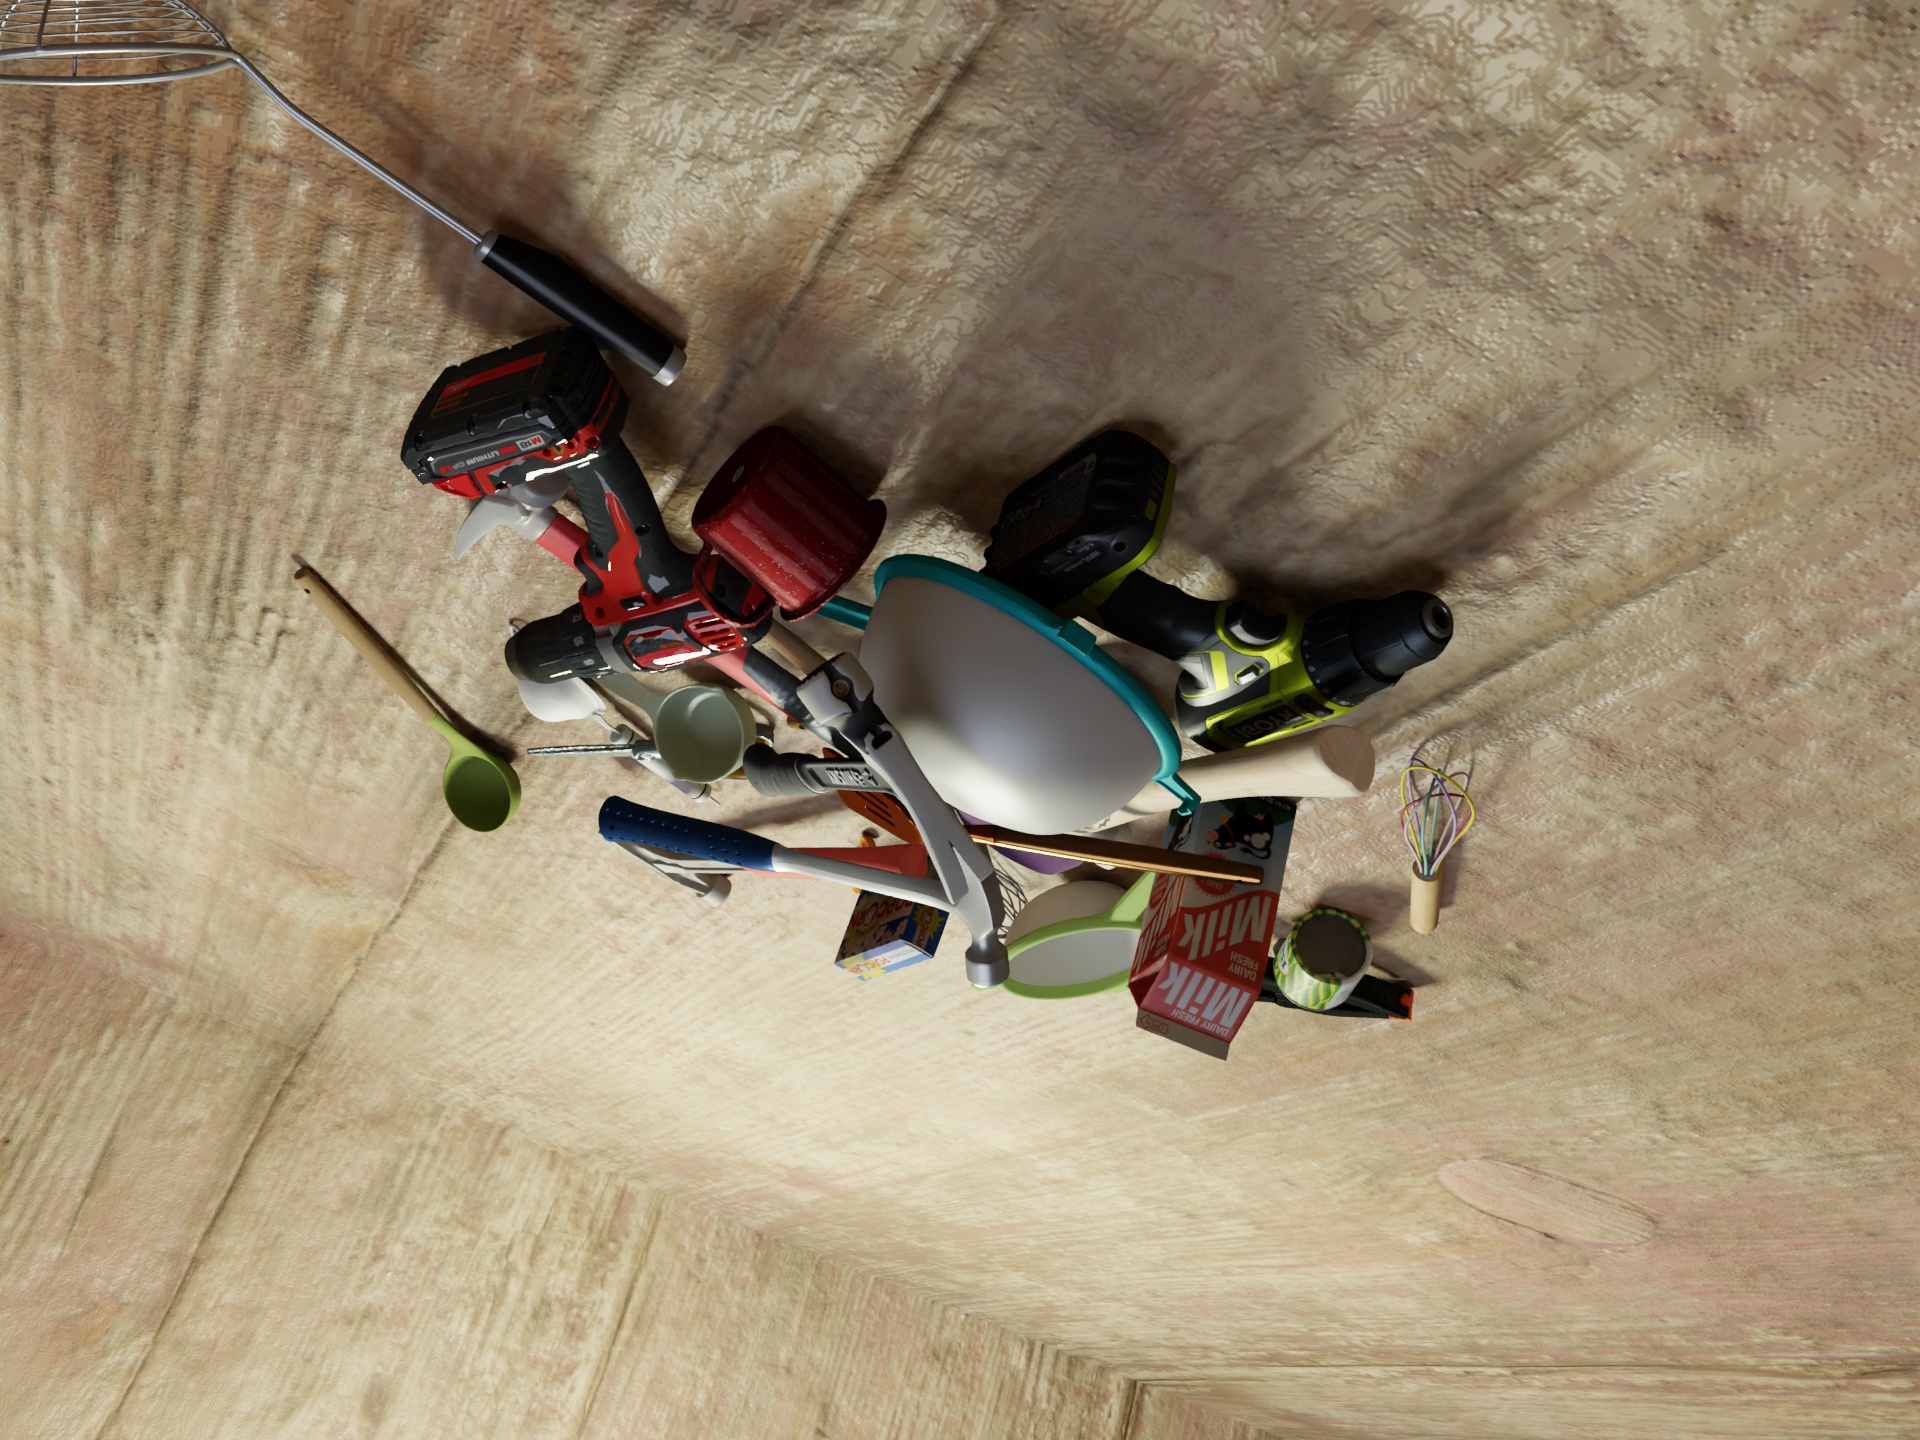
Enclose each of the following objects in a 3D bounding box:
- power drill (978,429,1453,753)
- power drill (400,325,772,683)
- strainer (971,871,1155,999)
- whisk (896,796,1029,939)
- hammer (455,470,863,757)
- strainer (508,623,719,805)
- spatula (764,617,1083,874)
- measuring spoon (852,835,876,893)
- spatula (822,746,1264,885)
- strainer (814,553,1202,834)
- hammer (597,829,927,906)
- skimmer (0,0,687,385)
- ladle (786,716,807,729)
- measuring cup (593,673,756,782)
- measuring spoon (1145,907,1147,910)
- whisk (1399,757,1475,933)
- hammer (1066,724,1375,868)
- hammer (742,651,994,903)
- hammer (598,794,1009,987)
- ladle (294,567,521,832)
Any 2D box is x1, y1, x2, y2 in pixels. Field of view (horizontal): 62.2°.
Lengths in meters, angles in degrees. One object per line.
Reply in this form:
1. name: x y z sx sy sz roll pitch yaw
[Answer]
1. power drill: 0.144 -0.067 0.905 0.228 0.080 0.190 29 150 -24
2. power drill: -0.243 -0.112 0.977 0.188 0.080 0.226 -12 134 21
3. strainer: 0.115 0.145 1.290 0.151 0.069 0.256 5 144 -23
4. whisk: -0.002 0.111 1.322 0.055 0.055 0.238 -3 140 33
5. hammer: -0.173 -0.045 1.128 0.386 0.038 0.143 36 147 -22
6. strainer: -0.285 0.010 1.309 0.087 0.050 0.258 11 157 45
7. spatula: -0.035 0.019 1.120 0.315 0.018 0.060 41 138 -24
8. measuring spoon: -0.087 0.130 1.426 0.011 0.021 0.116 -21 159 -19
9. spatula: 0.051 0.076 1.111 0.323 0.041 0.080 8 147 17
10. strainer: -0.031 -0.015 0.962 0.341 0.095 0.210 22 161 38
11. hammer: -0.167 0.121 1.397 0.359 0.037 0.149 -5 144 46
12. skimmer: -0.314 -0.257 0.820 0.363 0.090 0.127 31 180 -27
13. ladle: -0.002 -0.004 1.141 0.315 0.031 0.069 -2 143 34
14. measuring cup: -0.231 -0.016 1.230 0.168 0.083 0.038 32 -163 12
15. measuring spoon: 0.191 0.171 1.336 0.124 0.018 0.034 1 147 28
16. whisk: 0.331 0.097 1.113 0.047 0.051 0.244 2 150 16
17. hammer: 0.126 0.041 1.039 0.146 0.038 0.410 27 164 -15
18. hammer: -0.086 0.037 1.020 0.149 0.036 0.409 54 165 -9
19. hammer: -0.141 0.108 1.299 0.406 0.035 0.144 9 118 32
20. ladle: -0.473 -0.011 1.359 0.078 0.062 0.319 1 144 22
